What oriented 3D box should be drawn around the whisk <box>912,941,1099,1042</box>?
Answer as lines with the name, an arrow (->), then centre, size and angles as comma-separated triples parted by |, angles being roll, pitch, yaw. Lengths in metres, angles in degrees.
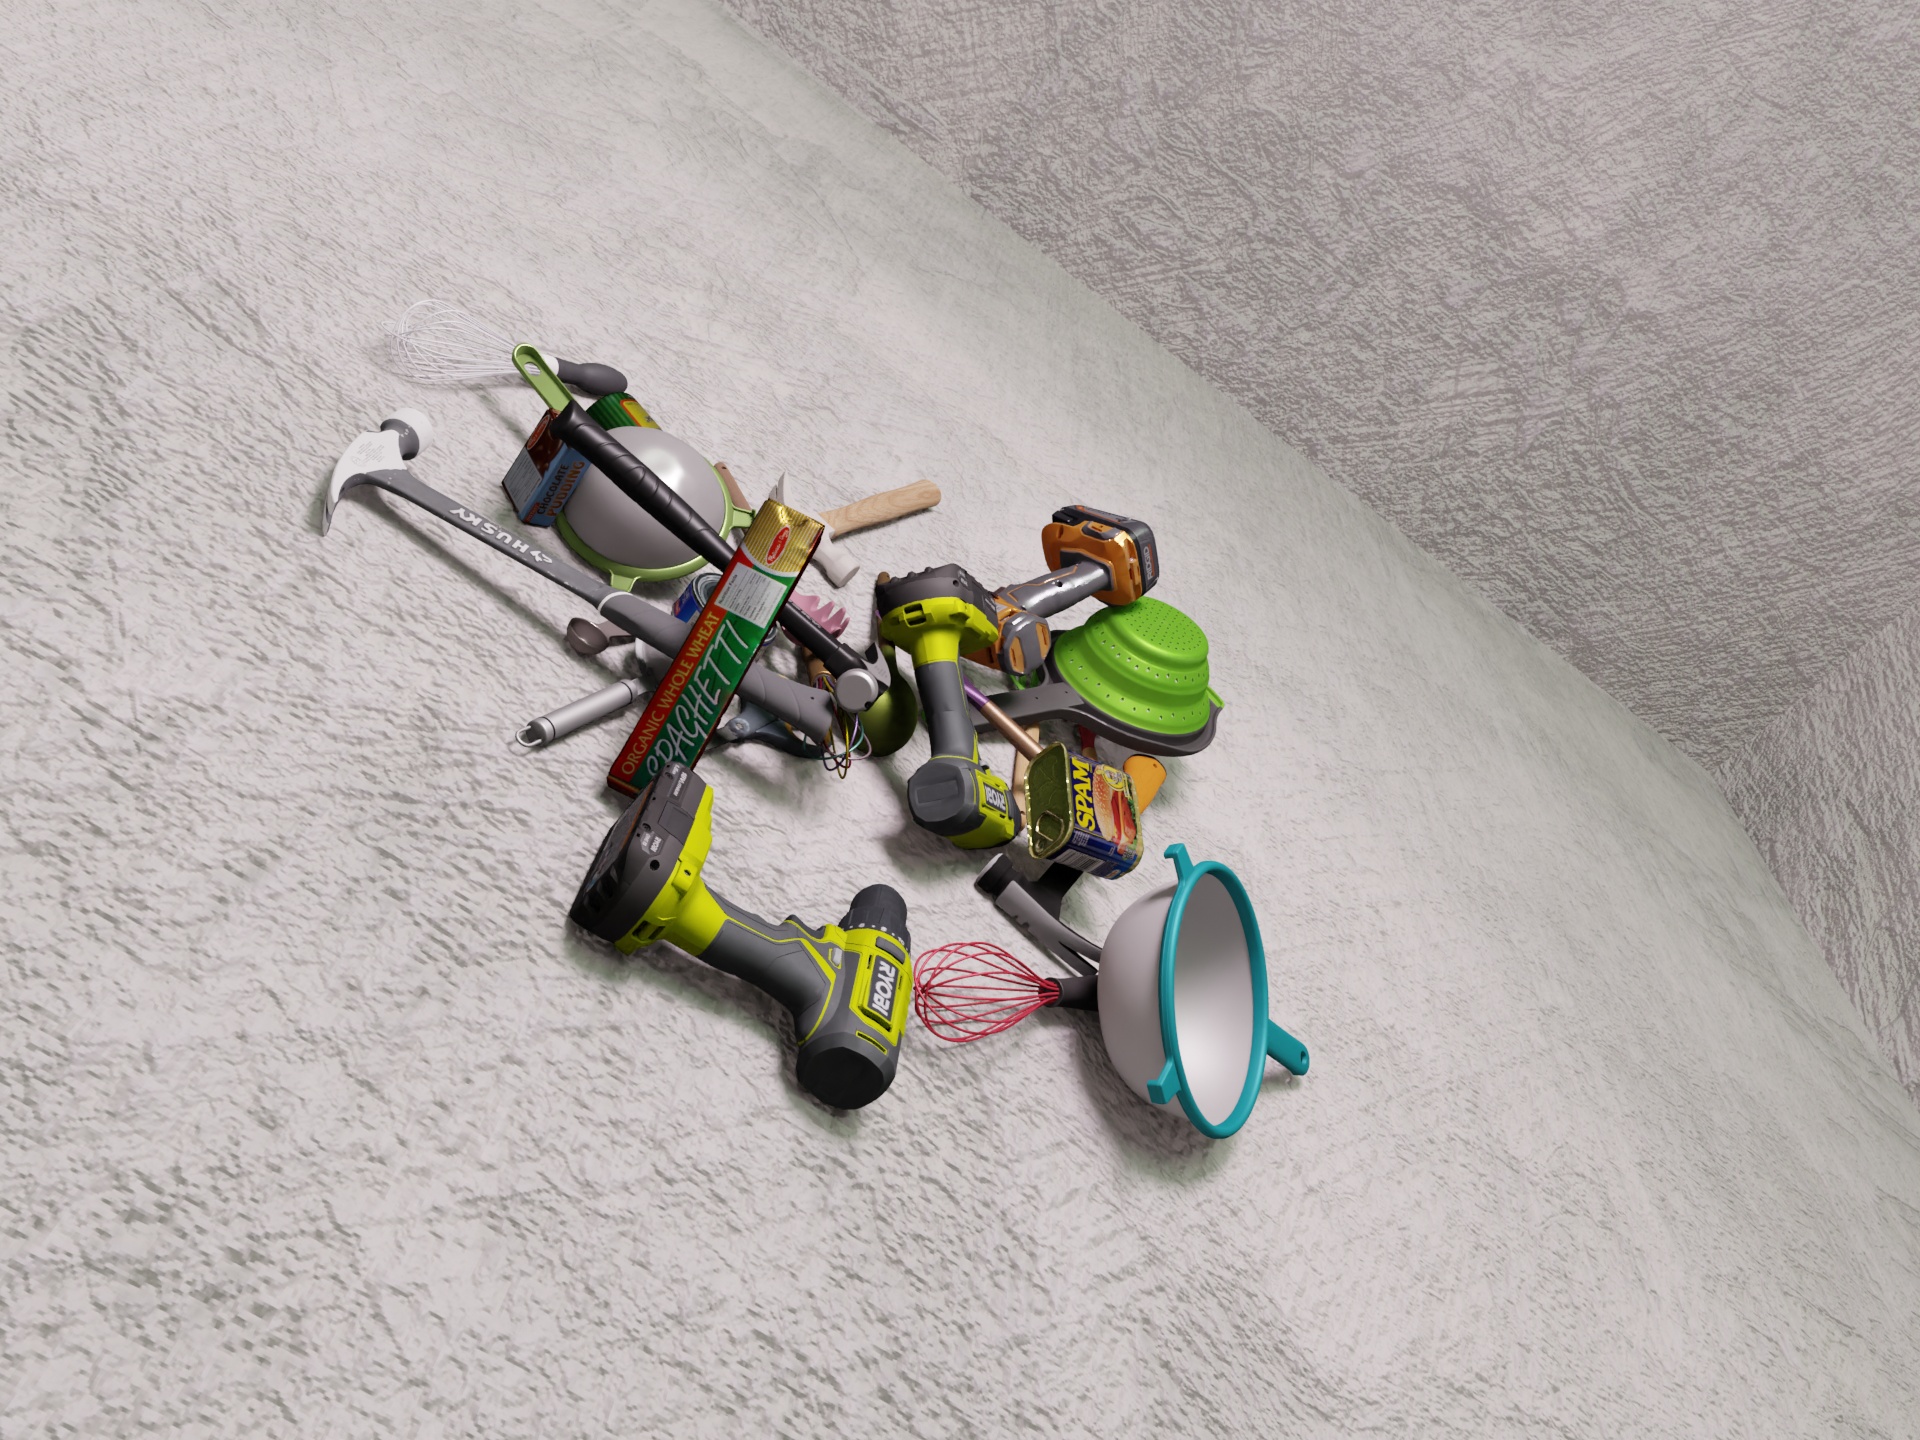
whisk -> 0.058, 0.206, 1.211 | 0.295, 0.073, 0.073 | 14, 36, -53

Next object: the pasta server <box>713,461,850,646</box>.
pasta server -> -0.176, -0.158, 1.447 | 0.060, 0.040, 0.317 | 1, 37, -29

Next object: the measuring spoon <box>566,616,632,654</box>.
measuring spoon -> -0.270, -0.067, 1.245 | 0.034, 0.018, 0.124 | 45, 20, 8

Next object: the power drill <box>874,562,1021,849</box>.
power drill -> -0.002, -0.004, 1.340 | 0.171, 0.080, 0.223 | 32, 46, -66

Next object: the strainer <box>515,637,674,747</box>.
strainer -> -0.243, -0.023, 1.181 | 0.087, 0.050, 0.258 | 56, 30, -1

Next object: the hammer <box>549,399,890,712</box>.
hammer -> -0.187, -0.131, 1.244 | 0.335, 0.035, 0.146 | 41, 9, -3

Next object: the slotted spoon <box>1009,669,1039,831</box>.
slotted spoon -> 0.065, 0.013, 1.547 | 0.070, 0.031, 0.314 | 28, 30, -11

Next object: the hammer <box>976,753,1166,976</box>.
hammer -> 0.130, 0.110, 1.440 | 0.127, 0.034, 0.337 | 41, 31, 6

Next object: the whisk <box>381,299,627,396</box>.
whisk -> -0.395, -0.321, 1.423 | 0.070, 0.070, 0.284 | 50, 24, 19

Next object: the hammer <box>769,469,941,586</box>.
hammer -> -0.099, -0.223, 1.686 | 0.130, 0.031, 0.331 | 44, 26, 5

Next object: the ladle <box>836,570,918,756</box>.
ladle -> -0.077, -0.066, 1.476 | 0.078, 0.062, 0.320 | 44, 17, -22

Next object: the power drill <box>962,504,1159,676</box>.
power drill -> 0.062, -0.132, 1.569 | 0.226, 0.084, 0.185 | -34, 38, -30

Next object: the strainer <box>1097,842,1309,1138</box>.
strainer -> 0.194, 0.241, 1.295 | 0.340, 0.095, 0.211 | 39, 52, -53

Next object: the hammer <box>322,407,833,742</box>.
hammer -> -0.275, -0.095, 1.180 | 0.409, 0.036, 0.149 | 30, 34, -5

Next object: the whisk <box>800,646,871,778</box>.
whisk -> -0.112, -0.018, 1.314 | 0.047, 0.051, 0.245 | 64, 1, -27

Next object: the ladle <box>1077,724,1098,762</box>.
ladle -> 0.127, 0.047, 1.580 | 0.069, 0.031, 0.316 | 32, 29, -20

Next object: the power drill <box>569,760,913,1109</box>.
power drill -> -0.128, 0.131, 1.056 | 0.228, 0.080, 0.191 | 36, 27, -15

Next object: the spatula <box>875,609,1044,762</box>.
spatula -> 0.041, 0.004, 1.442 | 0.316, 0.018, 0.060 | 44, 18, 11

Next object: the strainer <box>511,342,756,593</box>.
strainer -> -0.292, -0.234, 1.323 | 0.151, 0.069, 0.256 | -34, 78, -30

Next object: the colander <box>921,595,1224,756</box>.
colander -> 0.127, -0.051, 1.566 | 0.397, 0.094, 0.205 | -11, 47, -42
